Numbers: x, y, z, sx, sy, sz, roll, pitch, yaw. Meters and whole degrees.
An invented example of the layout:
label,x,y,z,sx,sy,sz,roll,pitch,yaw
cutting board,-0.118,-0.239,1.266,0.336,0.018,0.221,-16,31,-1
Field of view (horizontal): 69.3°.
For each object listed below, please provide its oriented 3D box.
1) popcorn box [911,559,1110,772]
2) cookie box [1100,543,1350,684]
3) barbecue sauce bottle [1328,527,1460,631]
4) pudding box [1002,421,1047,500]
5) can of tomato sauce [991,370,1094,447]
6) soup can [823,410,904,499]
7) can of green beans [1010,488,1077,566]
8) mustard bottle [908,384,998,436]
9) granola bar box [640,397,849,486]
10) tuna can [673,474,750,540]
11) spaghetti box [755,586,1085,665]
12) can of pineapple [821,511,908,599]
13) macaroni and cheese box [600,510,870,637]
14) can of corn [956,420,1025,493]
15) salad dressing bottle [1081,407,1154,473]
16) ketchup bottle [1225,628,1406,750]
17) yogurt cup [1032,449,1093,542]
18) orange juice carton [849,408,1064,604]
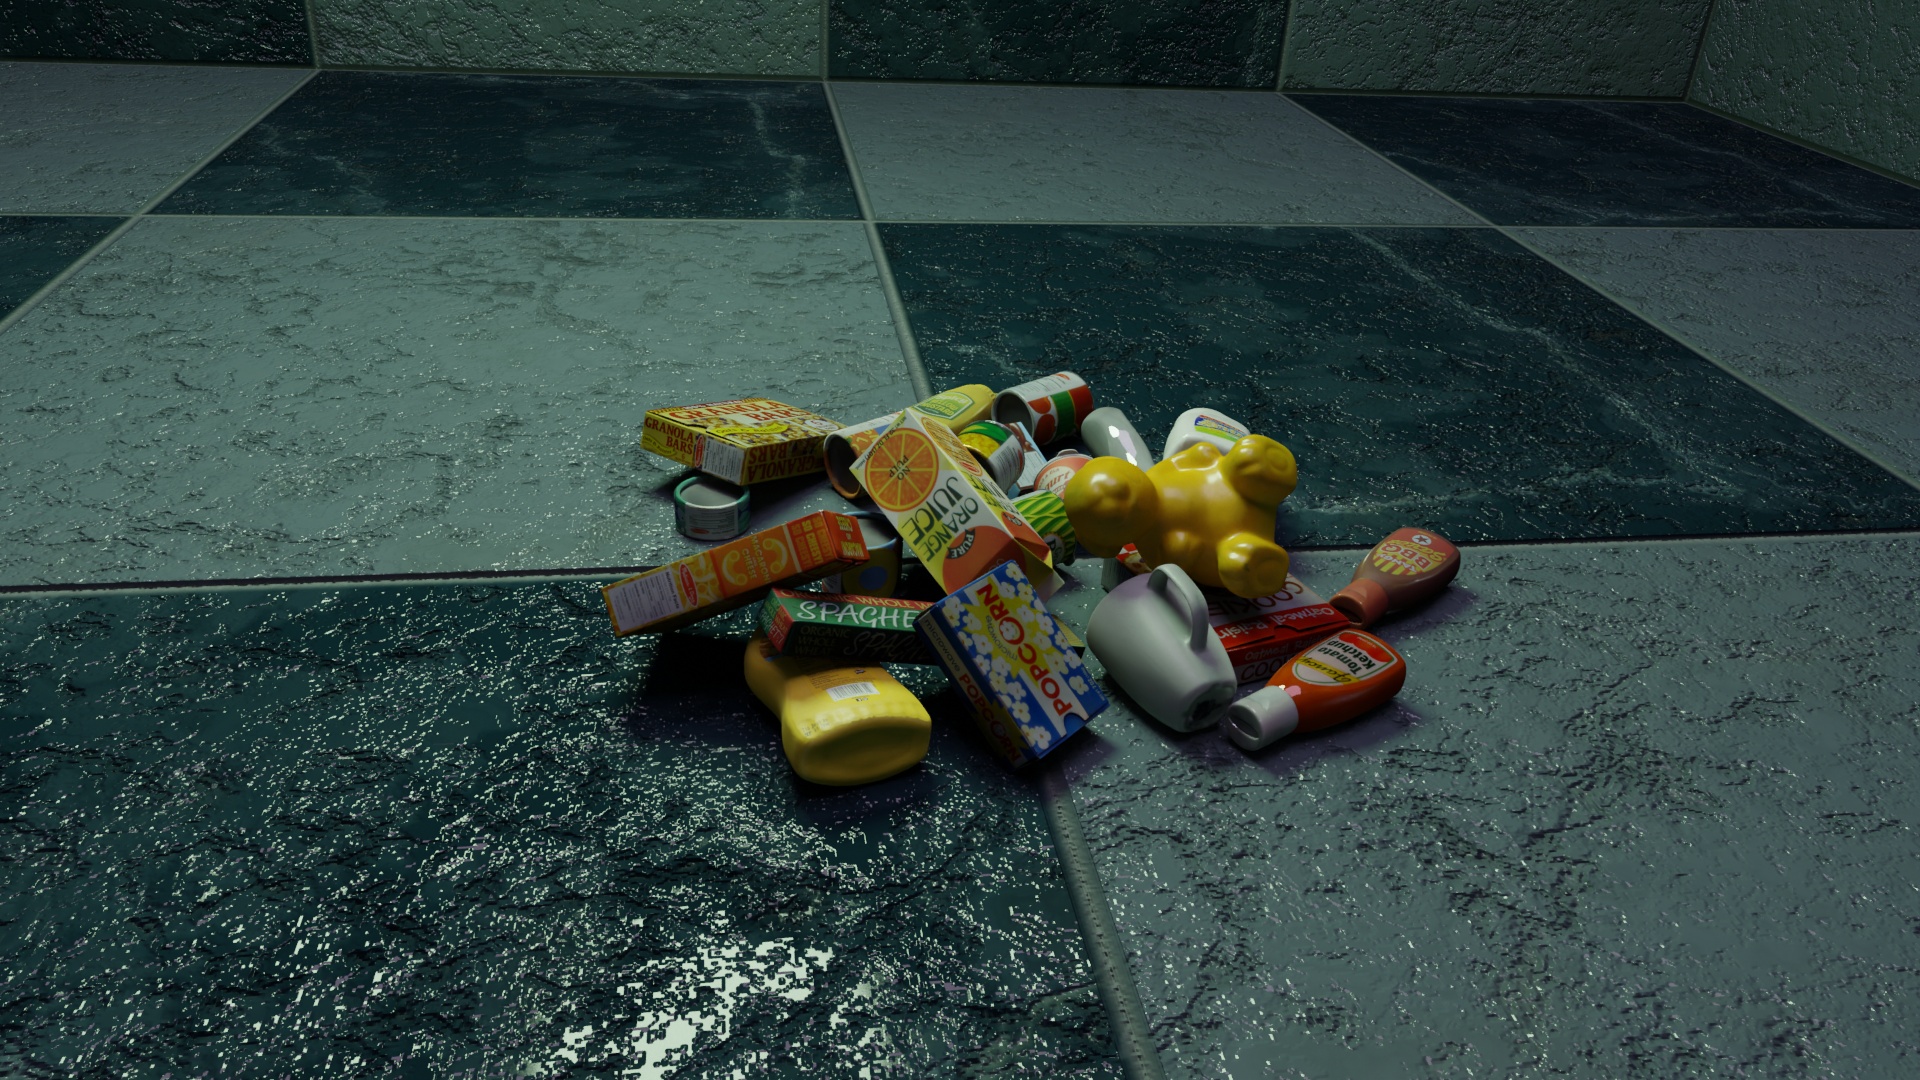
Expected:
label,x,y,z,sx,sy,sz,roll,pitch,yaw
popcorn box,0.035,0.086,0.967,0.085,0.038,0.127,-28,82,-44
cookie box,0.210,0.049,1.119,0.123,0.040,0.168,-10,32,-24
barbecue sauce bottle,0.357,0.035,1.158,0.065,0.043,0.149,27,37,34
pudding box,0.052,-0.070,1.294,0.050,0.030,0.084,-12,56,-31
can of tomato sauce,0.083,-0.128,1.399,0.083,0.070,0.071,-21,37,-36
soup can,-0.074,-0.077,1.291,0.084,0.071,0.071,-20,37,-33
can of green beans,0.055,-0.005,1.172,0.058,0.071,0.071,-19,36,-34
mustard bottle,-0.004,-0.124,1.397,0.065,0.048,0.161,20,33,24
granola bar box,-0.194,-0.096,1.298,0.124,0.039,0.166,20,19,28
tuna can,-0.218,-0.031,1.223,0.071,0.032,0.071,3,30,-2
spaghetti box,-0.023,0.067,0.998,0.250,0.028,0.050,7,23,-33
can of pineapple,-0.078,0.016,1.129,0.071,0.057,0.071,3,29,-1
macaroni and cheese box,-0.158,0.025,1.009,0.166,0.040,0.124,-19,-4,6
can of corn,0.013,-0.063,1.203,0.071,0.070,0.058,14,30,18
salad dressing bottle,0.161,-0.070,1.312,0.044,0.064,0.148,-17,41,-10
ketchup bottle,0.256,0.111,1.012,0.149,0.043,0.065,-19,37,-34
yogurt cup,0.102,-0.035,1.237,0.072,0.072,0.054,-1,37,-7
orange juice carton,0.003,-0.011,1.112,0.193,0.071,0.073,51,16,24
